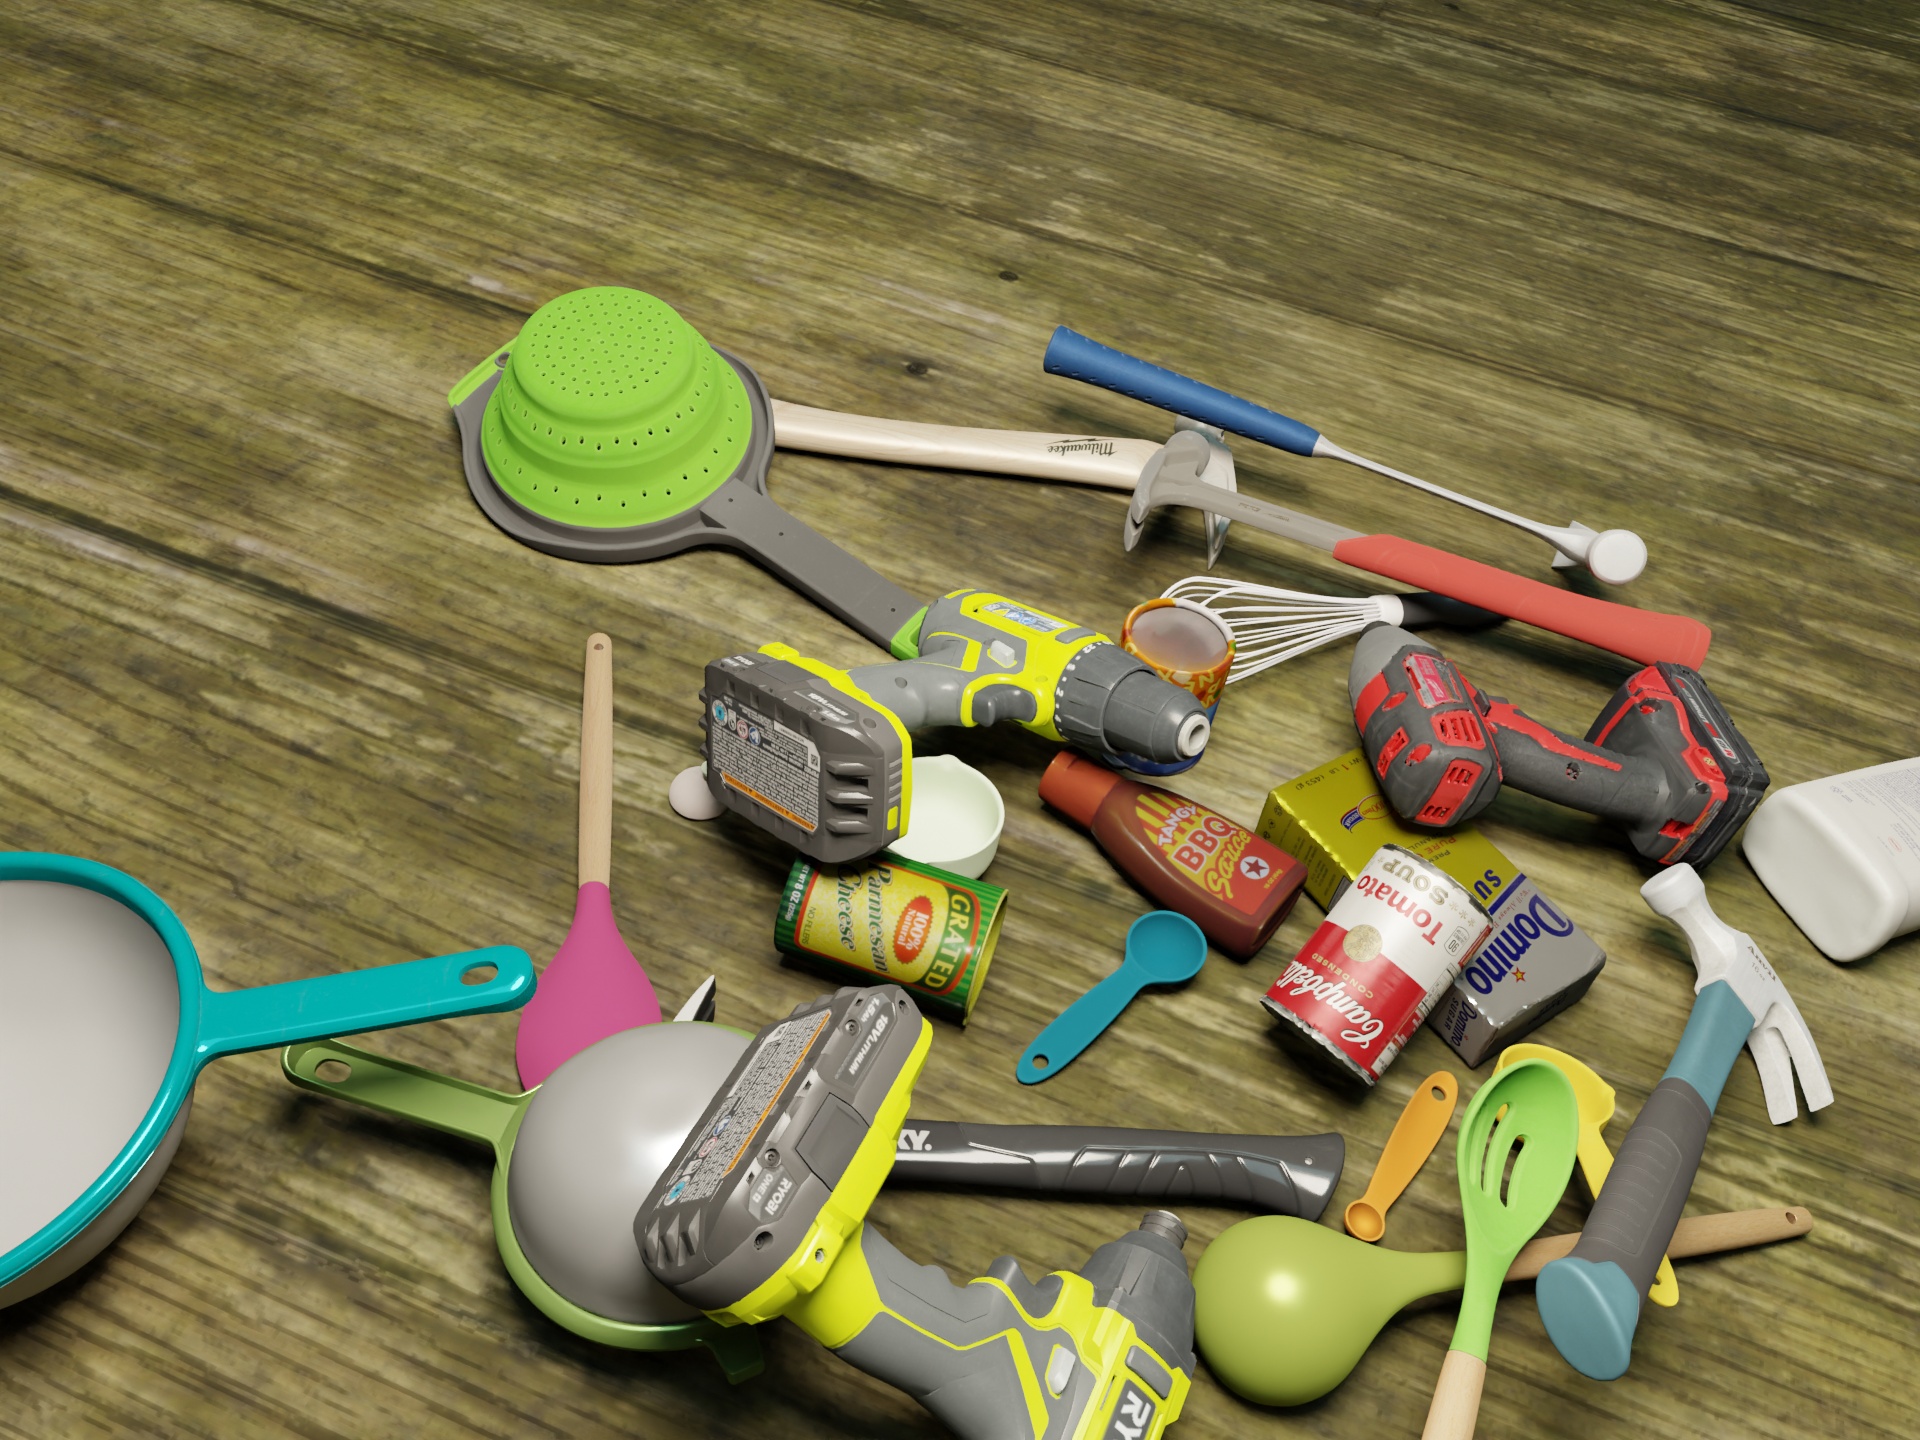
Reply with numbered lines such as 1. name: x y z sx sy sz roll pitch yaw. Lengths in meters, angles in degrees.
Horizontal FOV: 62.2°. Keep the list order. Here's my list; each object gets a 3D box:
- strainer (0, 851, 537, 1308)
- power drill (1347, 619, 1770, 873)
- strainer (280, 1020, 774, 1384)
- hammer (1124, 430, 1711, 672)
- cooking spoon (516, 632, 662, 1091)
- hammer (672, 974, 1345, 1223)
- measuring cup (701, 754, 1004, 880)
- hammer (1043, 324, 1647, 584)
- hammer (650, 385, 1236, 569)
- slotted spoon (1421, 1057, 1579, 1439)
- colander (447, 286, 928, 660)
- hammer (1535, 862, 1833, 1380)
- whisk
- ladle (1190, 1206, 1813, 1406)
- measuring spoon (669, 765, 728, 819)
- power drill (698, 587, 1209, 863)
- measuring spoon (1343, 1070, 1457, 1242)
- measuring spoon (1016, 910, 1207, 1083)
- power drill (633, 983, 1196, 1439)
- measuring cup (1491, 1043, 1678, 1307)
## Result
1. strainer: -0.344 0.154 0.664 0.340 0.095 0.211 -9 50 -9
2. power drill: 0.327 0.007 0.905 0.219 0.078 0.143 10 38 -14
3. strainer: -0.173 0.163 0.668 0.256 0.069 0.152 15 48 8
4. hammer: 0.282 -0.094 0.992 0.359 0.036 0.149 20 33 8
5. cooking spoon: -0.193 0.068 0.837 0.068 0.017 0.319 -1 47 -11
6. hammer: 0.014 0.196 0.735 0.334 0.035 0.146 4 46 -5
7. measuring cup: -0.060 0.051 0.864 0.167 0.038 0.083 11 44 7
8. hammer: 0.249 -0.180 1.072 0.405 0.035 0.144 23 12 9
9. hammer: -0.014 -0.185 1.100 0.410 0.038 0.146 6 47 -3
10. slotted spoon: 0.196 0.281 0.640 0.070 0.031 0.314 39 59 -22
11. colander: -0.159 -0.164 0.995 0.397 0.094 0.204 34 63 17
12. hammer: 0.326 0.181 0.727 0.128 0.033 0.331 53 40 7
13. whisk: 0.243 -0.067 1.014 0.284 0.070 0.070 -8 48 -22
14. ladle: 0.253 0.250 0.725 0.320 0.062 0.078 -1 52 -19
15. measuring spoon: -0.106 0.023 0.895 0.124 0.018 0.034 -20 52 -27
16. power drill: -0.001 -0.003 0.834 0.228 0.080 0.191 -18 31 -39
17. measuring spoon: 0.215 0.211 0.772 0.021 0.011 0.117 37 48 14
18. measuring spoon: 0.075 0.146 0.811 0.128 0.021 0.042 -37 61 -25
19. power drill: -0.002 0.216 0.624 0.223 0.080 0.171 46 48 -14
20. measuring cup: 0.291 0.214 0.741 0.062 0.029 0.157 9 31 -9
